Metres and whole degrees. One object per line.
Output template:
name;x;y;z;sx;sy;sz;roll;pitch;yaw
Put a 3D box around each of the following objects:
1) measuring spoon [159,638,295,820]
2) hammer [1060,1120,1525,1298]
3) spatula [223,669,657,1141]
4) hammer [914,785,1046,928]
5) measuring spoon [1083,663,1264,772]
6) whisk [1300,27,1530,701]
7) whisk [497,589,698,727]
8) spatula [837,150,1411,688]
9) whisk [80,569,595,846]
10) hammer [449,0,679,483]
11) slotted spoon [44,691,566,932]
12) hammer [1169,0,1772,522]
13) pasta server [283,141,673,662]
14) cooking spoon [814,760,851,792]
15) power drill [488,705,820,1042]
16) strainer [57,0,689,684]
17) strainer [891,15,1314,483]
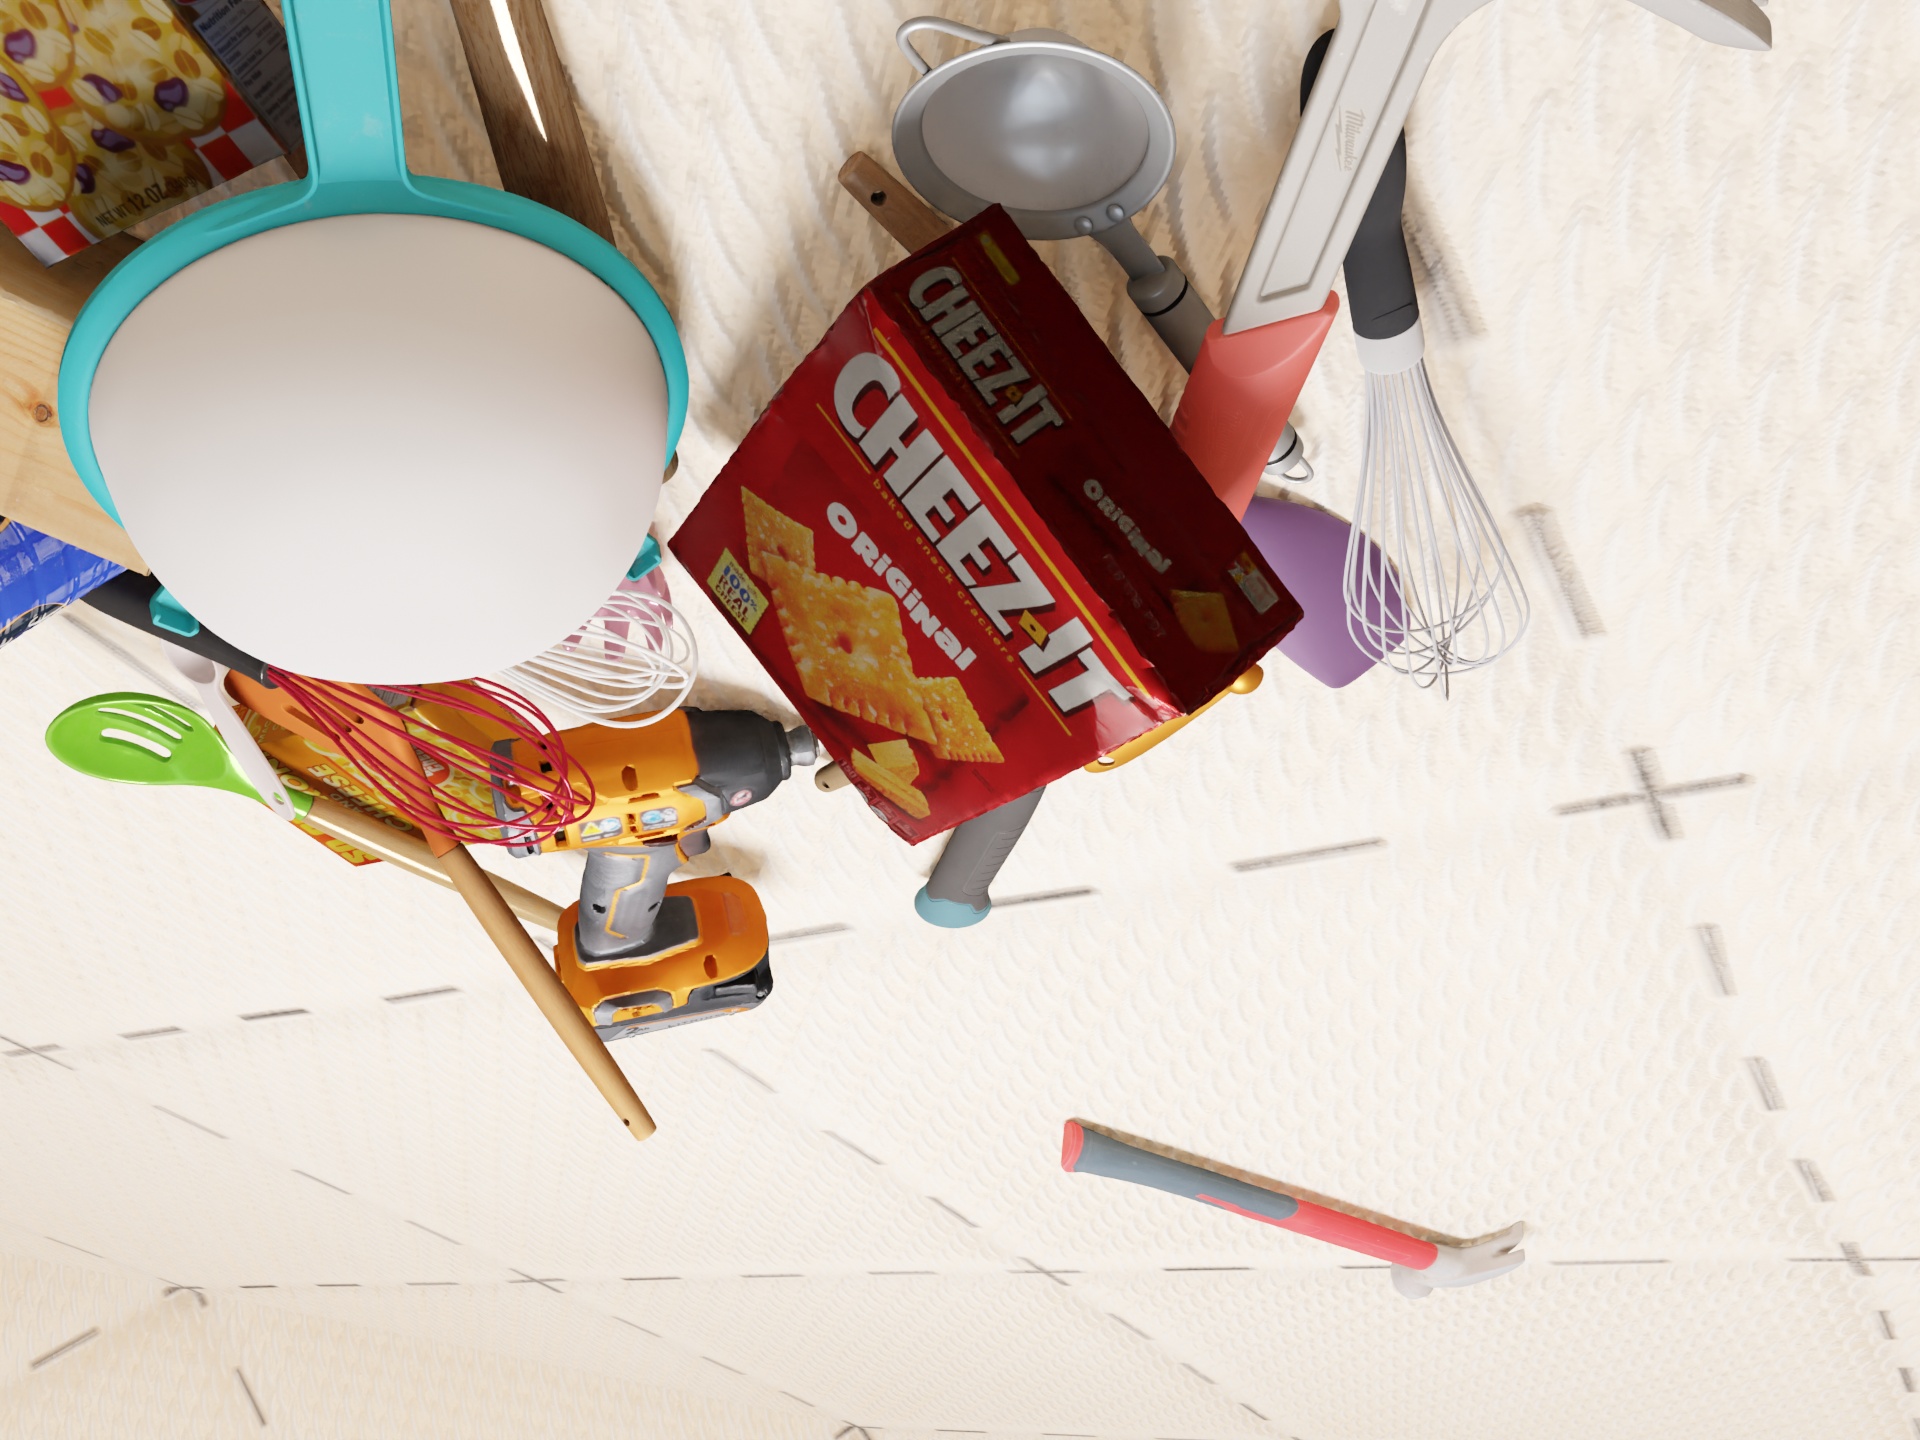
measuring spoon;-0.364;0.000;0.806;0.034;0.018;0.124;5;130;26
hammer;0.259;0.385;1.267;0.386;0.038;0.143;22;143;-17
spatula;-0.257;0.092;0.823;0.081;0.041;0.322;-26;101;38
hammer;0.032;0.027;0.806;0.128;0.033;0.330;14;146;-7
measuring spoon;0.093;0.003;0.716;0.021;0.011;0.117;26;143;-25
whisk;0.157;-0.110;0.560;0.070;0.070;0.284;-5;138;21
whisk;-0.229;-0.043;0.691;0.246;0.059;0.057;11;172;12
spatula;0.074;-0.107;0.610;0.315;0.018;0.059;35;114;-30
whisk;-0.296;-0.017;0.730;0.296;0.073;0.073;25;148;12
hammer;-0.144;-0.197;0.526;0.130;0.031;0.331;5;146;6
slotted spoon;-0.339;0.060;0.881;0.313;0.031;0.070;32;122;-34
hammer;0.100;-0.103;0.523;0.149;0.037;0.358;16;148;1
pasta server;-0.197;-0.135;0.625;0.060;0.040;0.315;-10;141;15
cooking spoon;-0.001;-0.002;0.713;0.068;0.017;0.319;49;151;-8
power drill;-0.156;0.079;0.869;0.164;0.084;0.226;-11;141;-12
strainer;-0.177;-0.108;0.497;0.211;0.095;0.340;-9;151;-19
strainer;0.061;-0.152;0.533;0.087;0.050;0.258;-10;147;34
